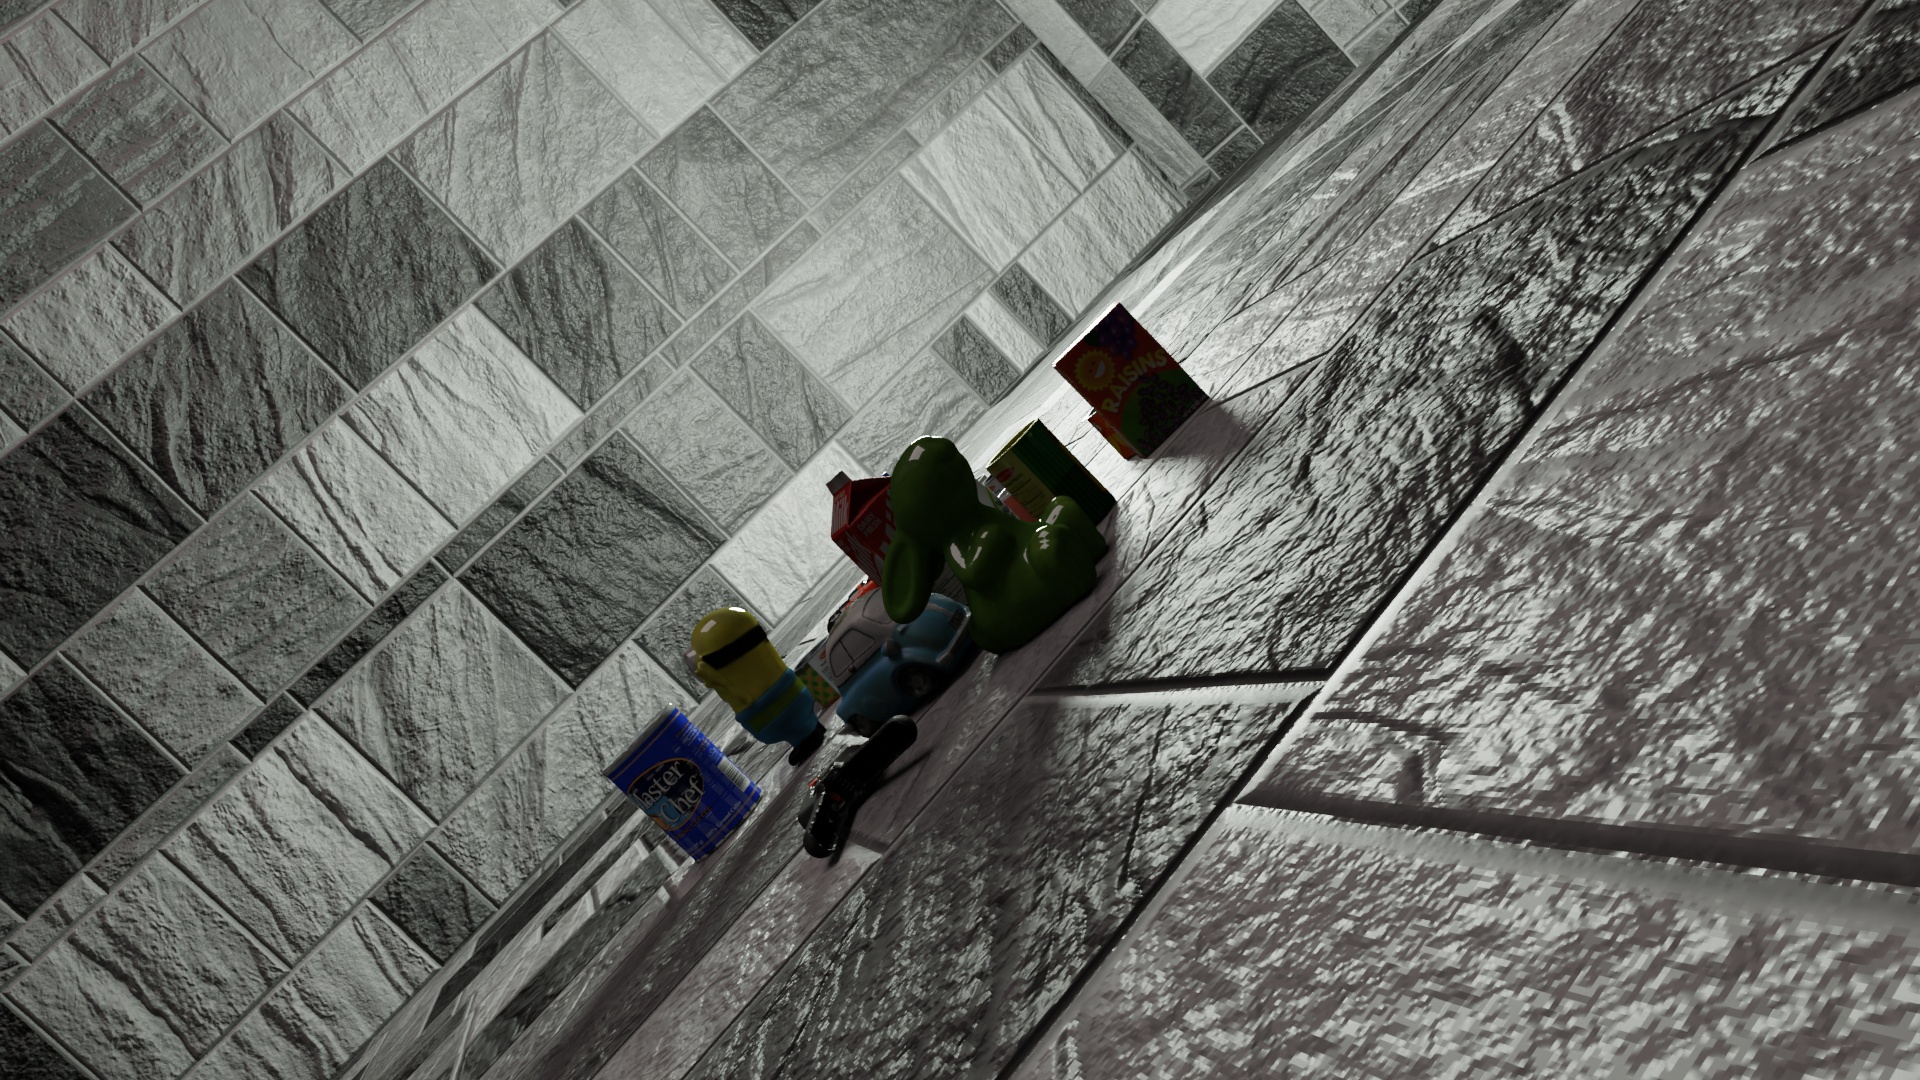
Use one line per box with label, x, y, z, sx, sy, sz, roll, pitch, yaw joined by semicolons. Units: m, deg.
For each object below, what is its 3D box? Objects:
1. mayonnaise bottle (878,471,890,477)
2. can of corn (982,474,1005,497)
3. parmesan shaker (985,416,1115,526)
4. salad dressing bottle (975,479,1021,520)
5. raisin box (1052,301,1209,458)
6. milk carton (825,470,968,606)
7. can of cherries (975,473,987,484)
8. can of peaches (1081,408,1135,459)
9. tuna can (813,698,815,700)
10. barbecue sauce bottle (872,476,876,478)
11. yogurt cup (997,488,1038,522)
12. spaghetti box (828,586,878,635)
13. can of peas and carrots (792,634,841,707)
mayonnaise bottle;-0.051;-0.019;1.674;0.064;0.148;0.041;-42;7;25
can of corn;0.069;-0.068;1.635;0.071;0.058;0.071;-44;6;6
parmesan shaker;0.080;-0.051;1.246;0.071;0.103;0.071;-44;6;6
salad dressing bottle;0.015;-0.034;1.351;0.044;0.147;0.064;-43;6;12
raisin box;0.158;-0.150;1.299;0.086;0.123;0.040;-44;6;4
milk carton;-0.056;0.007;1.346;0.074;0.190;0.072;-47;6;-21
can of cherries;0.024;-0.040;1.738;0.071;0.058;0.071;-44;6;6
can of peaches;0.164;-0.121;1.367;0.071;0.058;0.071;-44;6;6
tuna can;-0.191;0.182;1.790;0.071;0.033;0.071;-44;6;6
barbecue sauce bottle;-0.071;-0.020;1.808;0.065;0.148;0.043;-46;6;-8
yogurt cup;0.079;-0.045;1.448;0.072;0.054;0.072;-44;6;6
spaghetti box;-0.104;0.094;1.734;0.250;0.050;0.029;-44;6;2
can of peas and carrots;-0.160;0.156;1.645;0.071;0.058;0.071;-44;6;6
